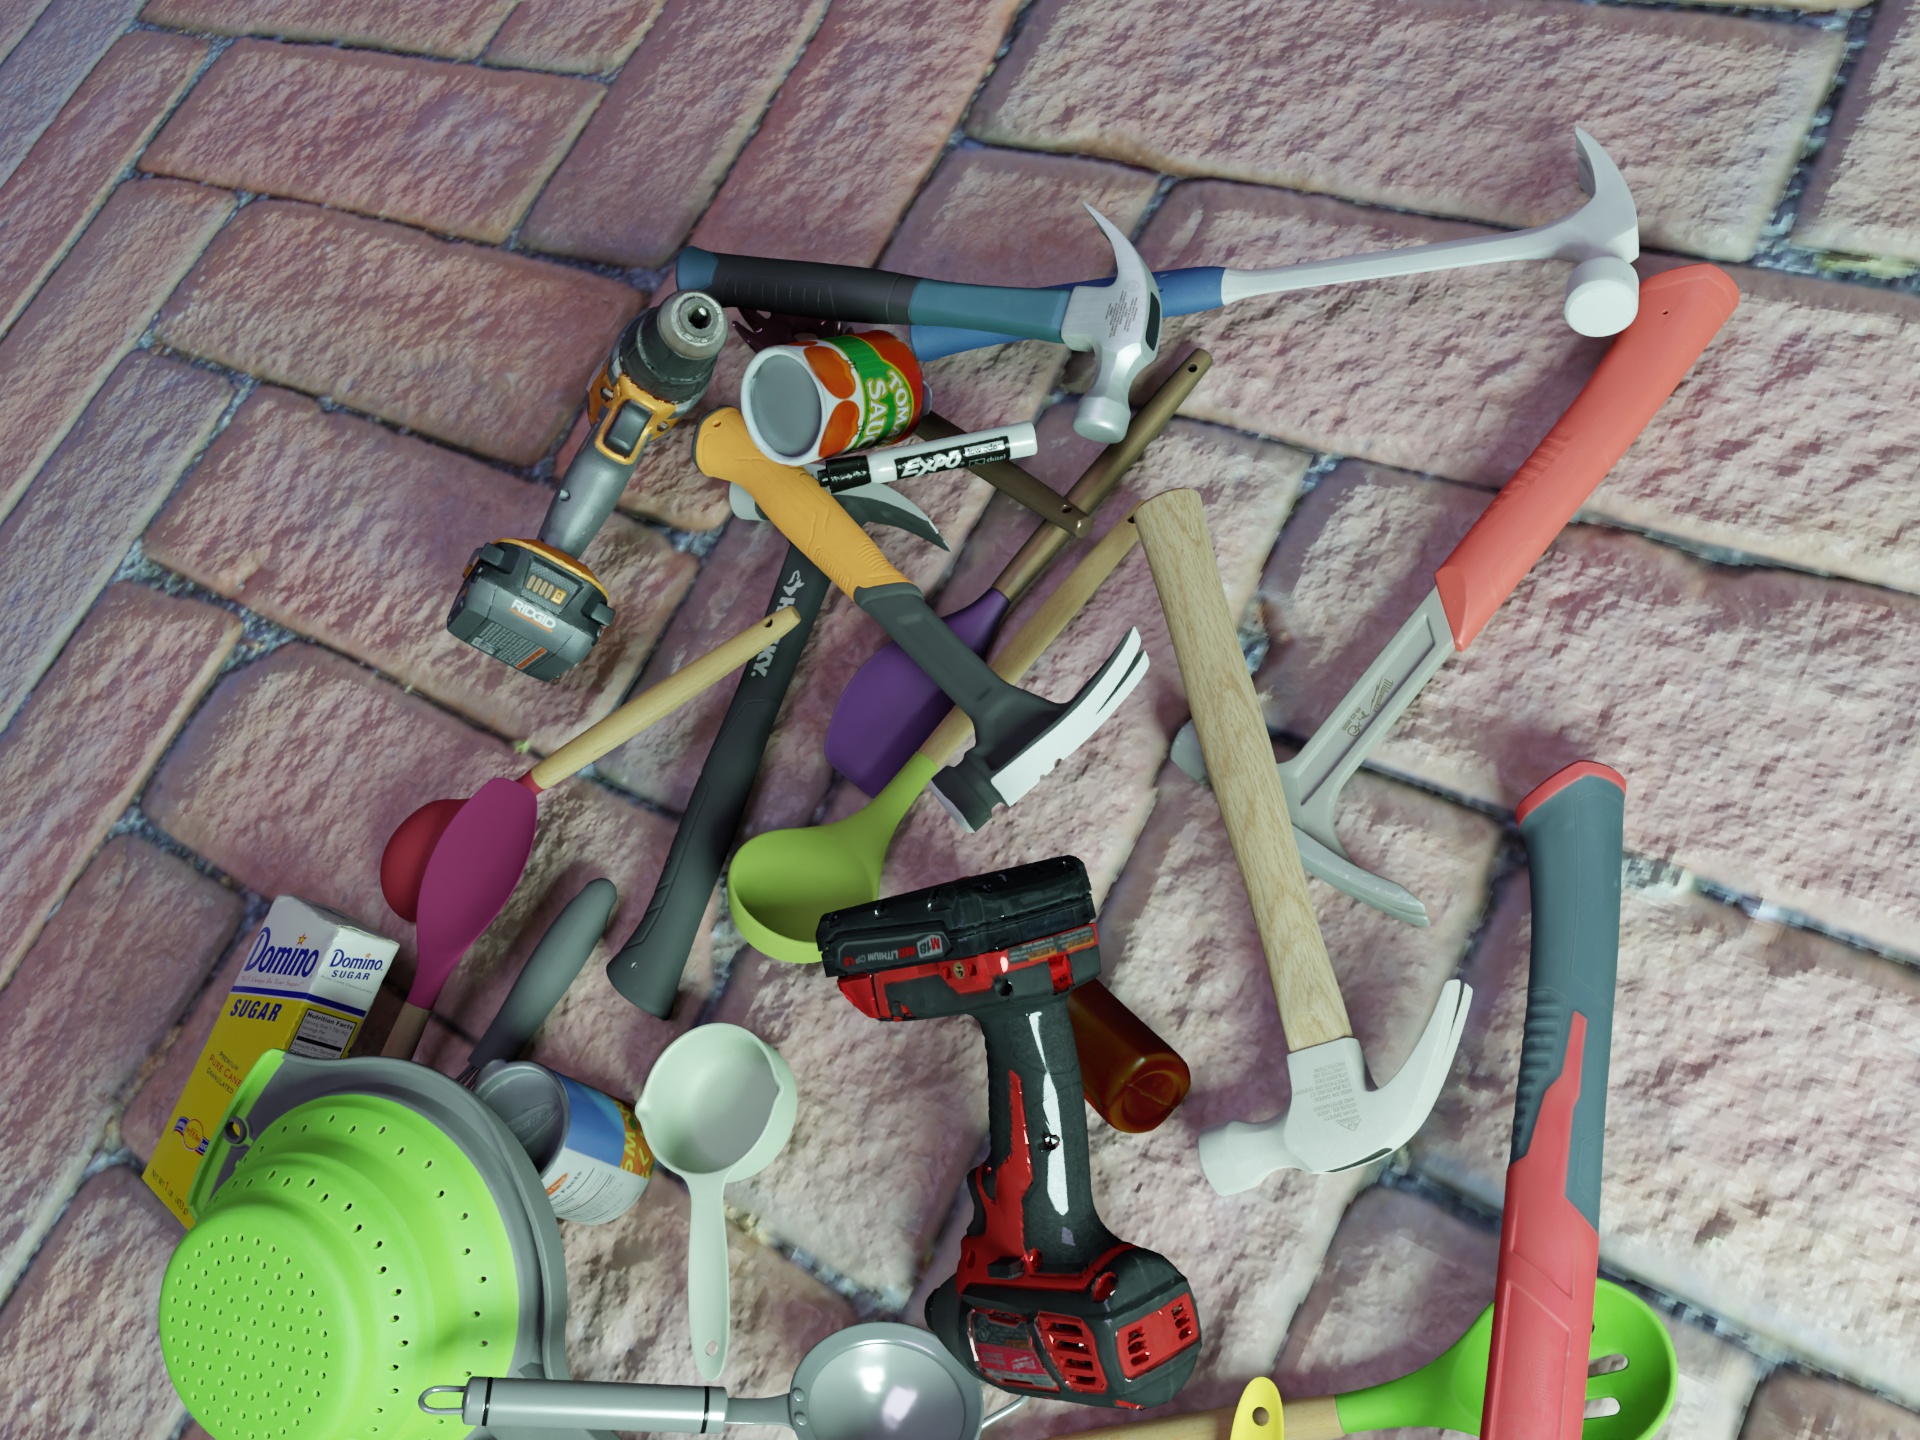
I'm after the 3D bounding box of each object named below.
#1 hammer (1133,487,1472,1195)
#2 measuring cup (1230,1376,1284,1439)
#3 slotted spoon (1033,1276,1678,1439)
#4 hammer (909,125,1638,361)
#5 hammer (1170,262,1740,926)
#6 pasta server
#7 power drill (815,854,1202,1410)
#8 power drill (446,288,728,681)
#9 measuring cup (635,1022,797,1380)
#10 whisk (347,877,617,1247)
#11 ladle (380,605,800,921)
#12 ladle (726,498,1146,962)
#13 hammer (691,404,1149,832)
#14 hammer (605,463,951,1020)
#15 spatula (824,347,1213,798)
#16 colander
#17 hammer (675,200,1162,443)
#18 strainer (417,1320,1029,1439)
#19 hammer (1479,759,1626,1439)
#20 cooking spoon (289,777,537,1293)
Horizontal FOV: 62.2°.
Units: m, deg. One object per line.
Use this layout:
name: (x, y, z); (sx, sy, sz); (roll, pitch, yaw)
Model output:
hammer: (0.137, 0.038, 0.736); (0.130, 0.031, 0.332); (-23, 65, 25)
measuring cup: (0.114, 0.343, 0.629); (0.062, 0.029, 0.157); (2, 69, 24)
slotted spoon: (0.131, 0.288, 0.656); (0.314, 0.031, 0.070); (-17, 59, 16)
hammer: (0.161, -0.248, 0.893); (0.405, 0.035, 0.144); (-1, 50, 26)
hammer: (0.268, -0.076, 0.773); (0.149, 0.036, 0.359); (37, 83, 33)
pasta server: (-0.032, -0.187, 0.941); (0.060, 0.040, 0.316); (-42, 52, -11)
power drill: (0.016, 0.178, 0.683); (0.143, 0.078, 0.220); (-20, 82, 49)
power drill: (-0.211, -0.144, 0.940); (0.185, 0.084, 0.226); (-12, 51, 65)
measuring cup: (-0.115, 0.234, 0.781); (0.083, 0.038, 0.168); (-13, 63, 17)
whisk: (-0.258, 0.187, 0.860); (0.055, 0.055, 0.239); (22, 72, 30)
ladle: (-0.220, 0.022, 0.911); (0.315, 0.031, 0.069); (-32, 61, 14)
ladle: (-0.001, -0.003, 0.840); (0.078, 0.062, 0.320); (38, 81, 16)
hammer: (-0.046, -0.085, 0.865); (0.127, 0.034, 0.337); (-41, 54, -5)
hammer: (-0.116, 0.005, 0.896); (0.146, 0.035, 0.335); (9, 69, 27)
spatula: (0.037, -0.090, 0.885); (0.060, 0.018, 0.316); (40, 83, 5)
colander: (-0.225, 0.307, 0.702); (0.397, 0.094, 0.204); (34, 102, 17)
hammer: (-0.036, -0.246, 0.934); (0.331, 0.033, 0.128); (14, 82, 29)
strainer: (-0.099, 0.297, 0.684); (0.258, 0.050, 0.087); (8, 27, -13)
hammer: (0.246, 0.189, 0.617); (0.143, 0.038, 0.387); (1, 58, 29)
cooking spoon: (-0.309, 0.181, 0.877); (0.069, 0.017, 0.319); (17, 80, 30)
